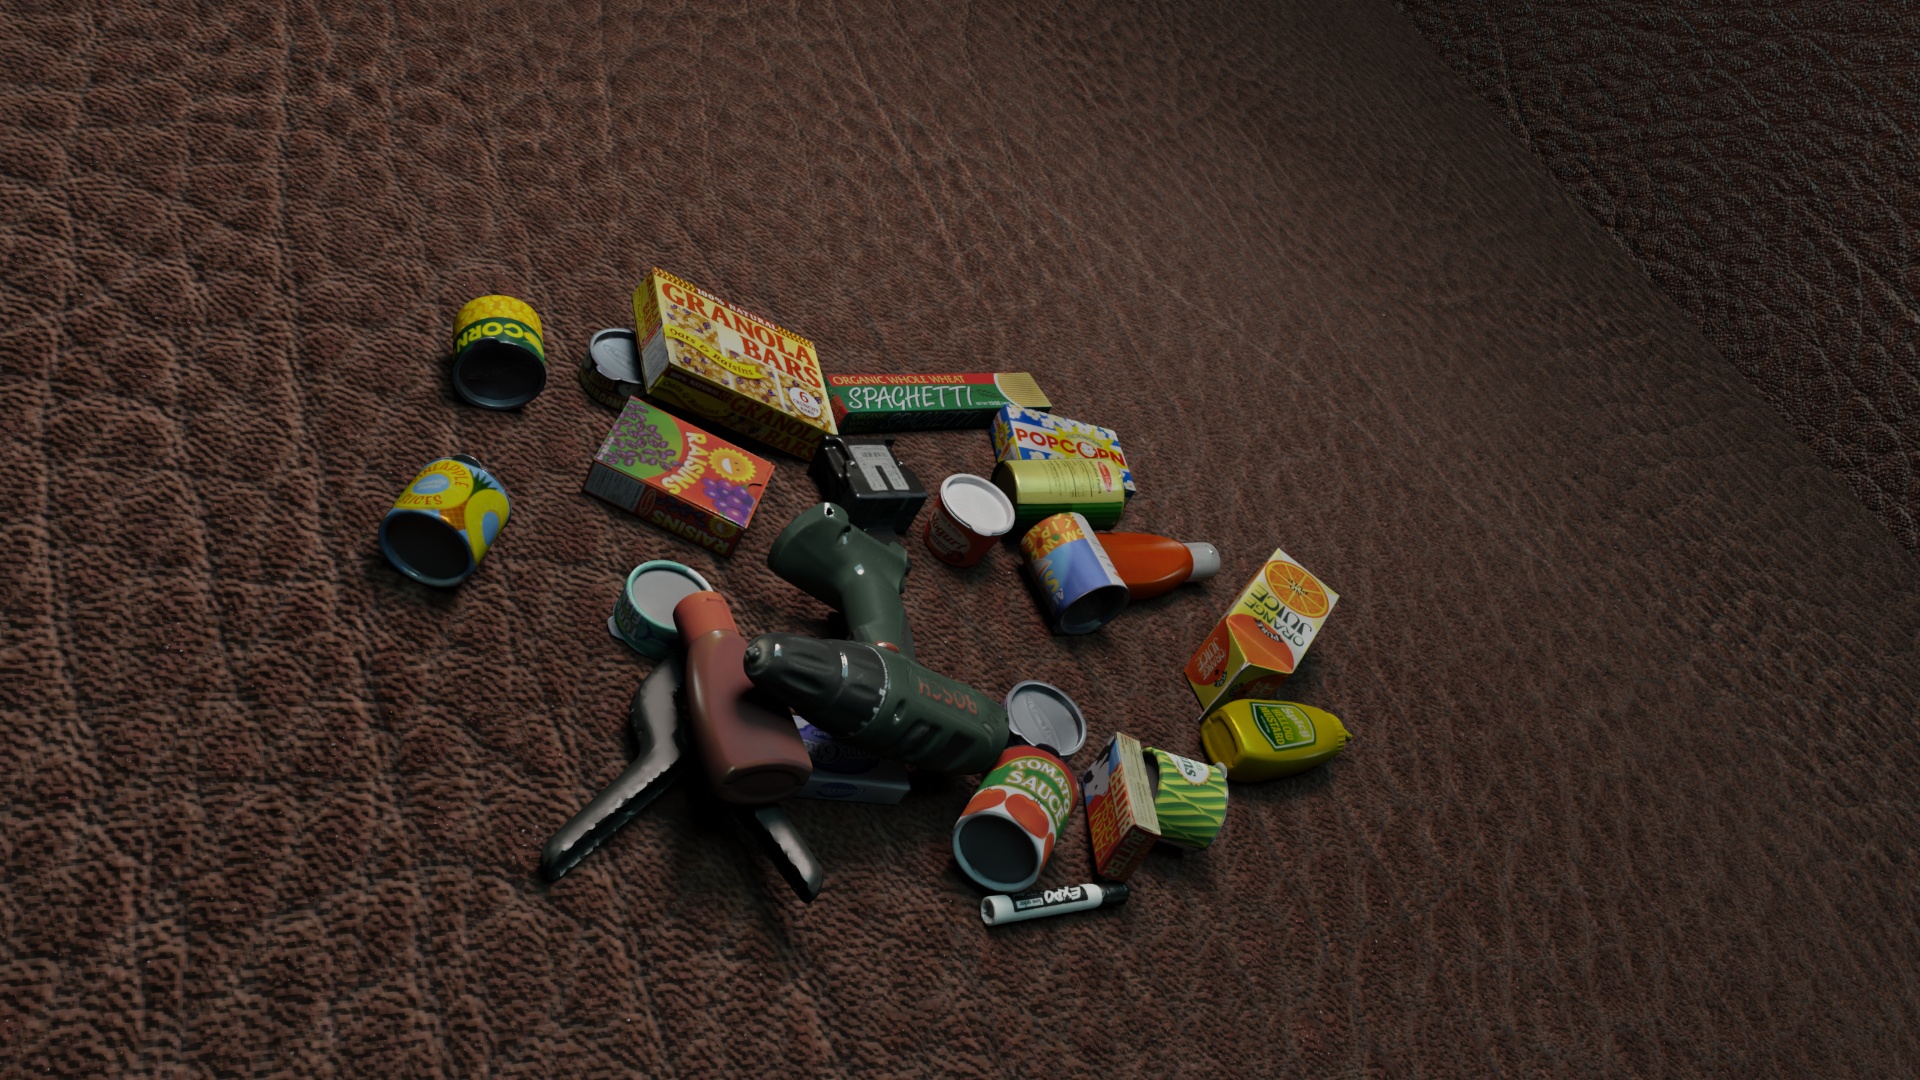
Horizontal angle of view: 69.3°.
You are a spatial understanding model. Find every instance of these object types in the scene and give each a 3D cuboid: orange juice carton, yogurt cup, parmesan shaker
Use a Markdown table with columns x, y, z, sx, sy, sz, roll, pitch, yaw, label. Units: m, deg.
| x | y | z | sx | sy | sz | roll | pitch | yaw | label |
| --- | --- | --- | --- | --- | --- | --- | --- | --- | --- |
| 0.260 | 0.090 | 1.224 | 0.073 | 0.071 | 0.194 | 39 | 38 | 8 | orange juice carton |
| 0.004 | -0.015 | 1.168 | 0.072 | 0.053 | 0.073 | 20 | 40 | -17 | yogurt cup |
| 0.083 | -0.042 | 1.231 | 0.103 | 0.071 | 0.071 | -2 | 49 | -22 | parmesan shaker |

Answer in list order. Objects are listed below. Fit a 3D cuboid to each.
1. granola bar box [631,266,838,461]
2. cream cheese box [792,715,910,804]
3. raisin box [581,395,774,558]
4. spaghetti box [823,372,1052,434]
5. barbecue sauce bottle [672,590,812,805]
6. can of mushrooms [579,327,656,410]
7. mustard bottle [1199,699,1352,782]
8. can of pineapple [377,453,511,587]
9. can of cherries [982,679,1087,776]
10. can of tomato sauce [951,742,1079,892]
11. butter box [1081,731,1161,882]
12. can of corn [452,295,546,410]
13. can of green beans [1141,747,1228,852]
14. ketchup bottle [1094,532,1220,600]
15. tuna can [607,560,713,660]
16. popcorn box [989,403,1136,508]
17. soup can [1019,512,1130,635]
| x | y | z | sx | sy | sz | roll | pitch | yaw | label |
| --- | --- | --- | --- | --- | --- | --- | --- | --- | --- |
| -0.188 | -0.144 | 1.153 | 0.165 | 0.039 | 0.125 | 22 | 36 | -39 | granola bar box |
| -0.088 | 0.149 | 0.950 | 0.104 | 0.024 | 0.053 | 10 | 44 | -27 | cream cheese box |
| -0.214 | -0.049 | 1.063 | 0.123 | 0.040 | 0.086 | 26 | 37 | -10 | raisin box |
| -0.021 | -0.129 | 1.295 | 0.251 | 0.028 | 0.050 | -6 | 52 | -40 | spaghetti box |
| -0.145 | 0.095 | 0.875 | 0.065 | 0.043 | 0.149 | 9 | 38 | -38 | barbecue sauce bottle |
| -0.273 | -0.137 | 1.121 | 0.071 | 0.033 | 0.071 | 20 | 40 | -18 | can of mushrooms |
| 0.277 | 0.166 | 1.171 | 0.160 | 0.048 | 0.065 | 1 | 51 | -34 | mustard bottle |
| -0.338 | -0.013 | 0.911 | 0.071 | 0.070 | 0.058 | 26 | 38 | -9 | can of pineapple |
| 0.048 | 0.146 | 1.023 | 0.071 | 0.058 | 0.072 | 20 | 41 | -18 | can of cherries |
| 0.039 | 0.189 | 0.954 | 0.071 | 0.071 | 0.083 | 36 | 32 | 4 | can of tomato sauce |
| 0.116 | 0.193 | 1.010 | 0.024 | 0.053 | 0.104 | 22 | 28 | -16 | butter box |
| -0.348 | -0.144 | 1.044 | 0.071 | 0.070 | 0.058 | 8 | 43 | -29 | can of corn |
| 0.159 | 0.194 | 1.043 | 0.058 | 0.071 | 0.071 | 19 | 40 | -17 | can of green beans |
| 0.172 | 0.022 | 1.257 | 0.149 | 0.043 | 0.065 | -2 | 49 | -37 | ketchup bottle |
| -0.208 | 0.048 | 0.967 | 0.071 | 0.032 | 0.071 | 20 | 39 | -17 | tuna can |
| 0.096 | -0.076 | 1.312 | 0.127 | 0.038 | 0.085 | 12 | 42 | -26 | popcorn box |
| 0.093 | 0.029 | 1.178 | 0.071 | 0.071 | 0.084 | 0 | 48 | -36 | soup can |
